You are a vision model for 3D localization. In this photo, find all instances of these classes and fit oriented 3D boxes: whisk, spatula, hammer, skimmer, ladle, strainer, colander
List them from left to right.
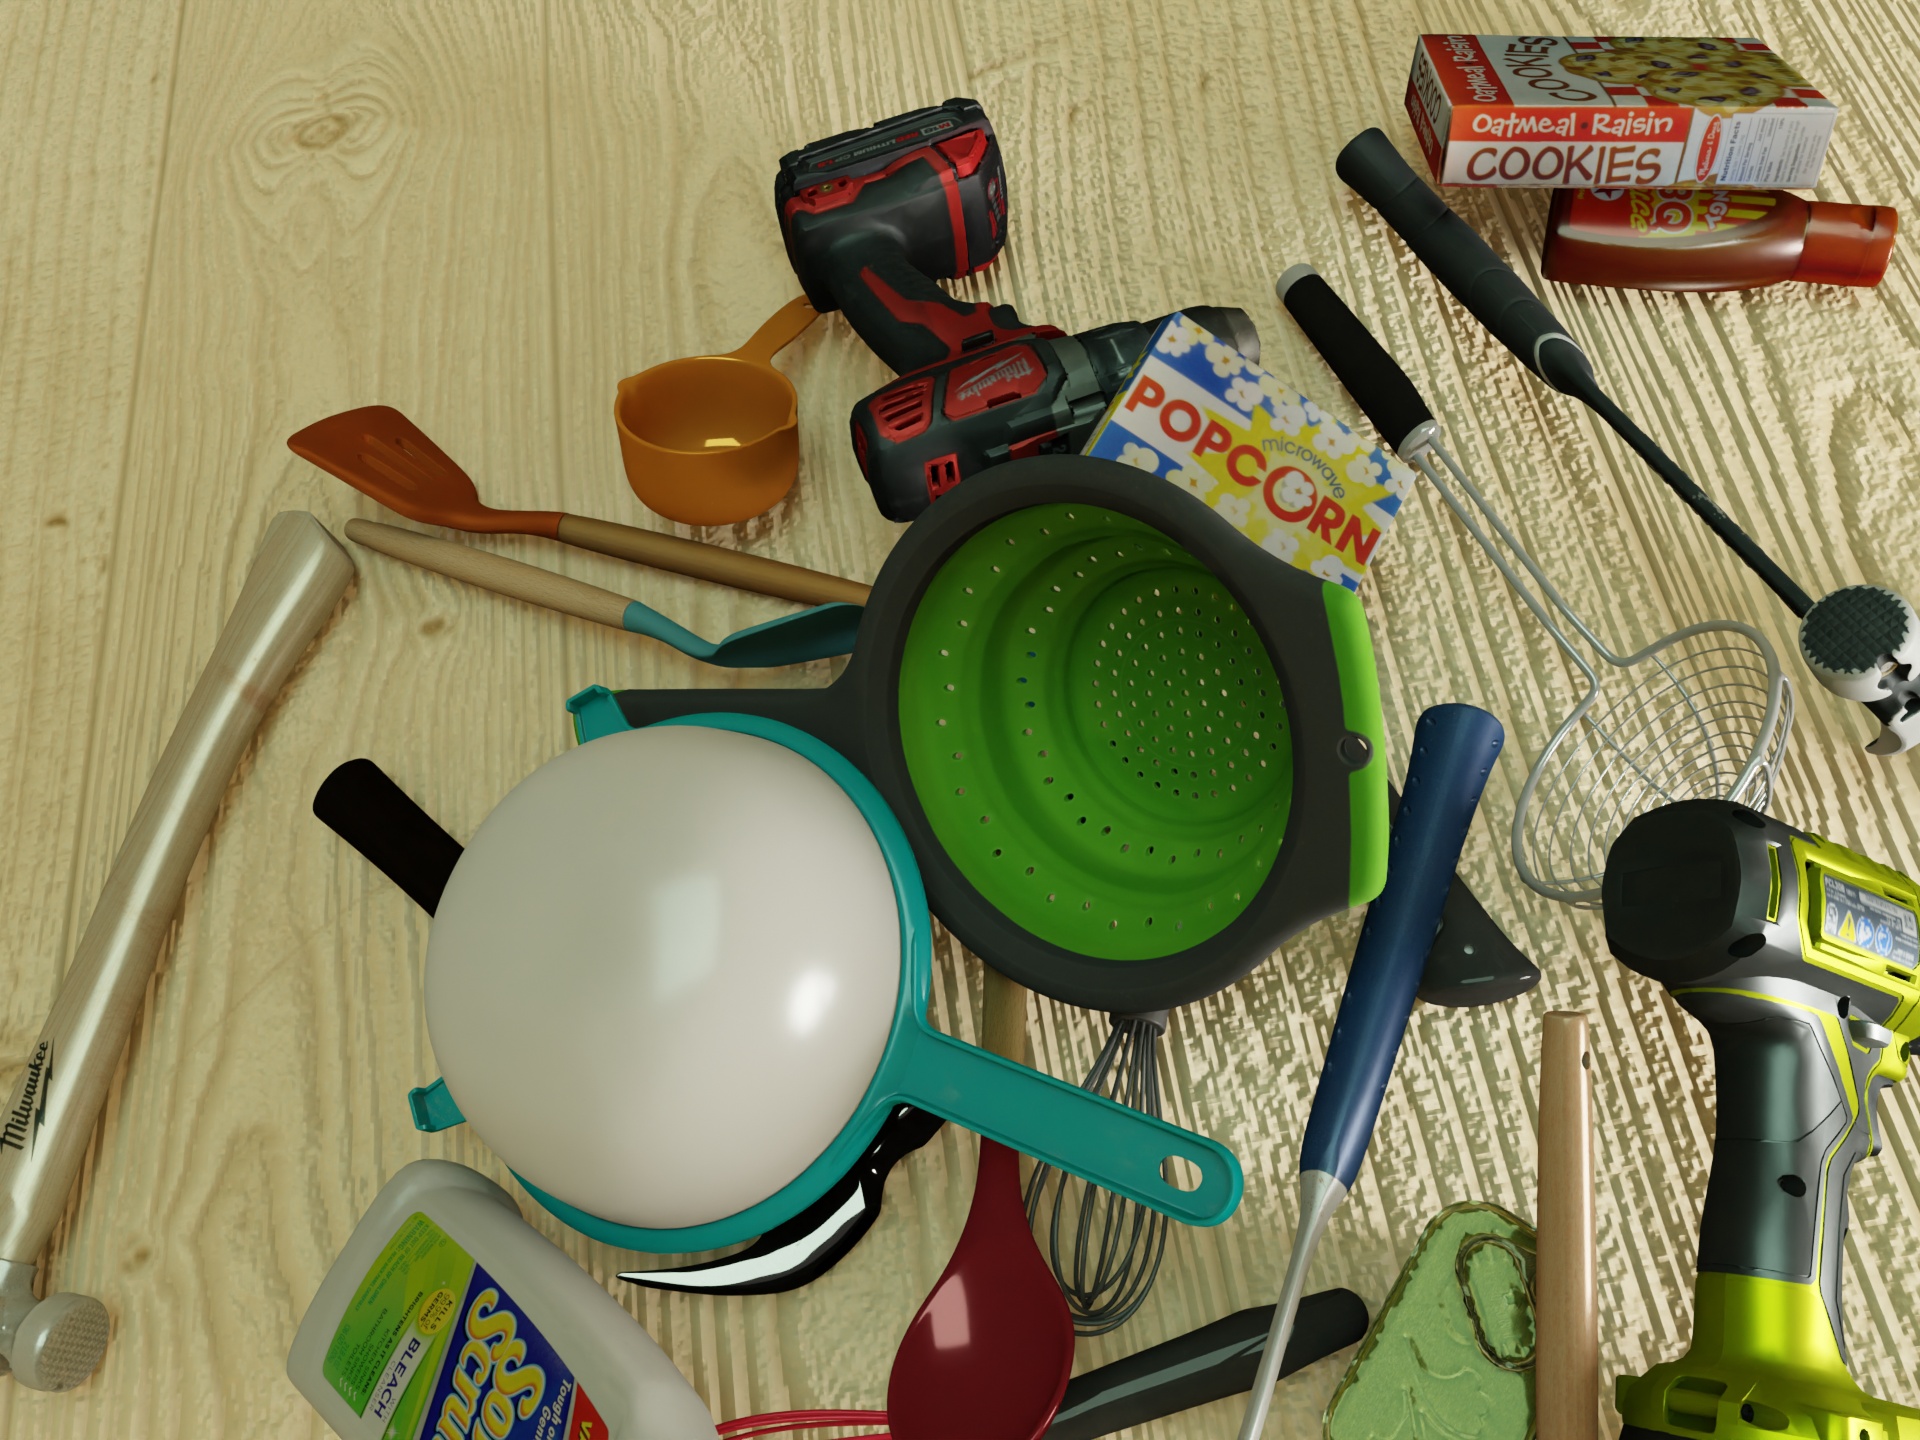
[{"bbox_3d":[-0.389,0.080,0.739,0.146,0.038,0.411,6,65,15],"label":"hammer"},{"bbox_3d":[-0.169,0.118,0.682,0.331,0.031,0.130,34,74,24],"label":"hammer"},{"bbox_3d":[-0.174,-0.067,0.766,0.318,0.082,0.044,17,90,23],"label":"spatula"},{"bbox_3d":[-0.173,-0.098,0.783,0.322,0.041,0.081,14,28,14],"label":"spatula"},{"bbox_3d":[-0.070,0.103,0.561,0.340,0.095,0.211,16,81,28],"label":"strainer"},{"bbox_3d":[-0.001,-0.002,0.653,0.397,0.094,0.204,1,103,37],"label":"colander"},{"bbox_3d":[0.007,0.258,0.566,0.296,0.073,0.073,-18,62,-5],"label":"whisk"},{"bbox_3d":[0.015,0.129,0.613,0.069,0.031,0.316,-15,47,22],"label":"ladle"},{"bbox_3d":[0.068,0.120,0.633,0.055,0.055,0.239,8,61,14],"label":"whisk"},{"bbox_3d":[0.139,-0.021,0.693,0.146,0.035,0.335,-29,62,-4],"label":"hammer"},{"bbox_3d":[0.119,0.162,0.525,0.035,0.144,0.406,17,61,17],"label":"hammer"},{"bbox_3d":[0.213,-0.084,0.679,0.127,0.090,0.364,-49,52,33],"label":"skimmer"},{"bbox_3d":[0.185,0.246,0.481,0.018,0.059,0.316,-1,89,45],"label":"spatula"},{"bbox_3d":[0.278,-0.143,0.695,0.036,0.149,0.409,-41,51,20],"label":"hammer"}]

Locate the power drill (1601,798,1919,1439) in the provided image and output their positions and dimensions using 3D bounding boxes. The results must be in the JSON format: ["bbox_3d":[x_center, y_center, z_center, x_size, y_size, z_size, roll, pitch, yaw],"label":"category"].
[{"bbox_3d":[0.291,0.154,0.523,0.190,0.080,0.229,20,69,-28],"label":"power drill"}]

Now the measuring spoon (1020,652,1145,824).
[{"bbox_3d":[0.043,0.000,0.714,0.042,0.021,0.129,-28,53,-4],"label":"measuring spoon"}]

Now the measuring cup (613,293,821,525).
[{"bbox_3d":[-0.107,-0.160,0.806,0.095,0.052,0.174,15,43,15],"label":"measuring cup"}]

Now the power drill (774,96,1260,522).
[{"bbox_3d":[0.018,-0.201,0.759,0.188,0.080,0.227,-20,53,-6],"label":"power drill"}]
